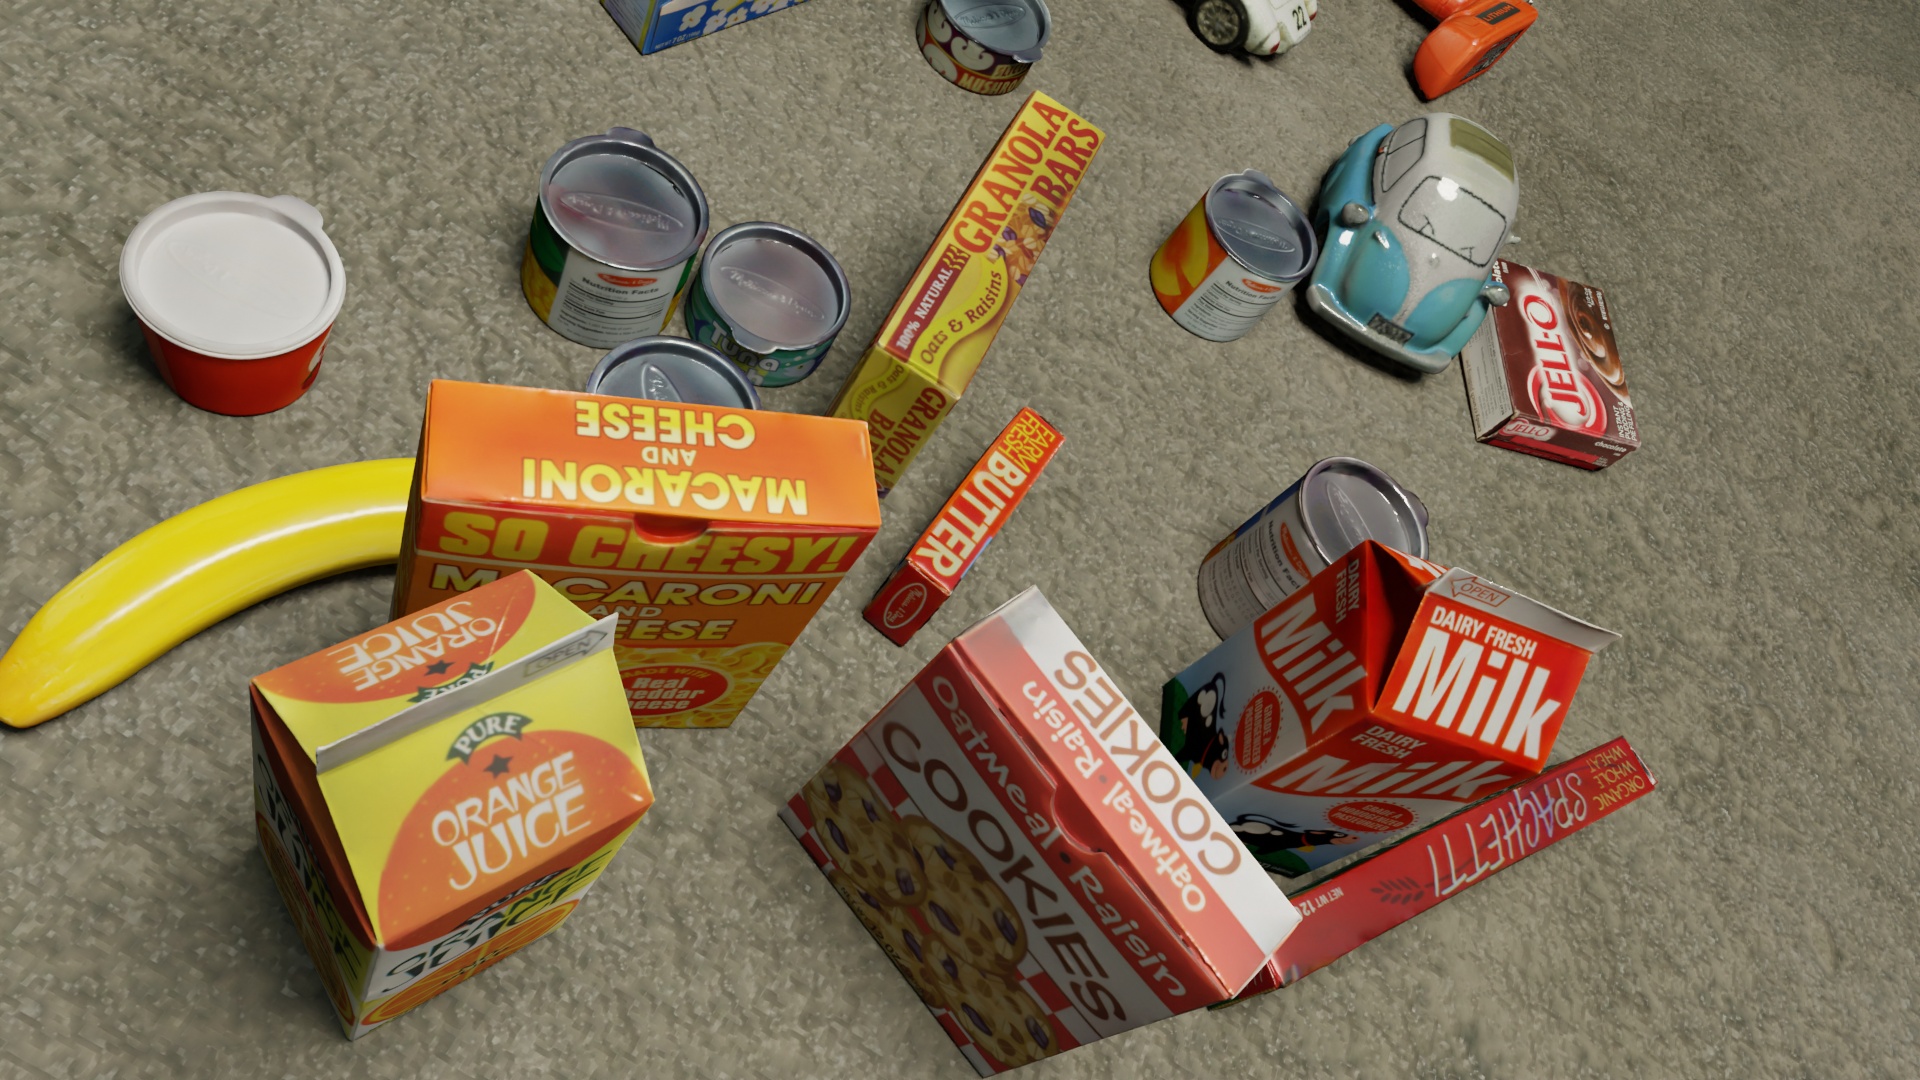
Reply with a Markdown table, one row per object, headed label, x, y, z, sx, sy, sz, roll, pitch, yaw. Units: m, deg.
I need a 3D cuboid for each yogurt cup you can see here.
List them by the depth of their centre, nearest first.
| label | x | y | z | sx | sy | sz | roll | pitch | yaw |
| --- | --- | --- | --- | --- | --- | --- | --- | --- | --- |
| yogurt cup | -0.255 | -0.080 | 0.491 | 0.072 | 0.053 | 0.073 | 12 | 59 | -20 |

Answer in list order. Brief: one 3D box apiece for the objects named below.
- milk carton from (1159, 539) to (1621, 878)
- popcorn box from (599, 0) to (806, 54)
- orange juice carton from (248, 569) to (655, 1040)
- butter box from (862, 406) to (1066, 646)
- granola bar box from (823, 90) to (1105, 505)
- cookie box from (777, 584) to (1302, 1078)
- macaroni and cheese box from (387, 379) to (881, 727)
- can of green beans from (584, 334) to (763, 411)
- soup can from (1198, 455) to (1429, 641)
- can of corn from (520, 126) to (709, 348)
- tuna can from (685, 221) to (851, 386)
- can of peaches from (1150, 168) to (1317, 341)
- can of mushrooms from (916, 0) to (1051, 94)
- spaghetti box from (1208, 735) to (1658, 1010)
| label | x | y | z | sx | sy | sz | roll | pitch | yaw |
| --- | --- | --- | --- | --- | --- | --- | --- | --- | --- |
| milk carton | 0.151 | 0.062 | 0.526 | 0.072 | 0.189 | 0.074 | 20 | 57 | -15 |
| popcorn box | -0.104 | -0.291 | 0.663 | 0.127 | 0.084 | 0.038 | -36 | 83 | -36 |
| orange juice carton | -0.142 | 0.072 | 0.376 | 0.072 | 0.191 | 0.073 | -25 | 76 | -34 |
| butter box | 0.002 | -0.007 | 0.577 | 0.024 | 0.053 | 0.104 | 39 | 54 | -2 |
| granola bar box | -0.009 | -0.092 | 0.574 | 0.039 | 0.123 | 0.166 | 32 | 54 | -7 |
| cookie box | 0.014 | 0.103 | 0.451 | 0.040 | 0.166 | 0.123 | -34 | 82 | -35 |
| macaroni and cheese box | -0.111 | 0.015 | 0.439 | 0.124 | 0.165 | 0.040 | 4 | 62 | -24 |
| can of green beans | -0.115 | -0.036 | 0.532 | 0.071 | 0.057 | 0.071 | 12 | 59 | -20 |
| soup can | 0.159 | 0.010 | 0.625 | 0.071 | 0.083 | 0.071 | 12 | 59 | -20 |
| can of corn | -0.142 | -0.123 | 0.567 | 0.071 | 0.058 | 0.071 | 12 | 59 | -20 |
| tuna can | -0.084 | -0.100 | 0.599 | 0.071 | 0.032 | 0.071 | 12 | 59 | -20 |
| can of peaches | 0.140 | -0.147 | 0.719 | 0.071 | 0.057 | 0.071 | 12 | 59 | -20 |
| can of mushrooms | 0.013 | -0.272 | 0.741 | 0.071 | 0.033 | 0.071 | 12 | 59 | -20 |
| spaghetti box | 0.205 | 0.138 | 0.597 | 0.251 | 0.050 | 0.029 | -14 | 71 | -31 |
